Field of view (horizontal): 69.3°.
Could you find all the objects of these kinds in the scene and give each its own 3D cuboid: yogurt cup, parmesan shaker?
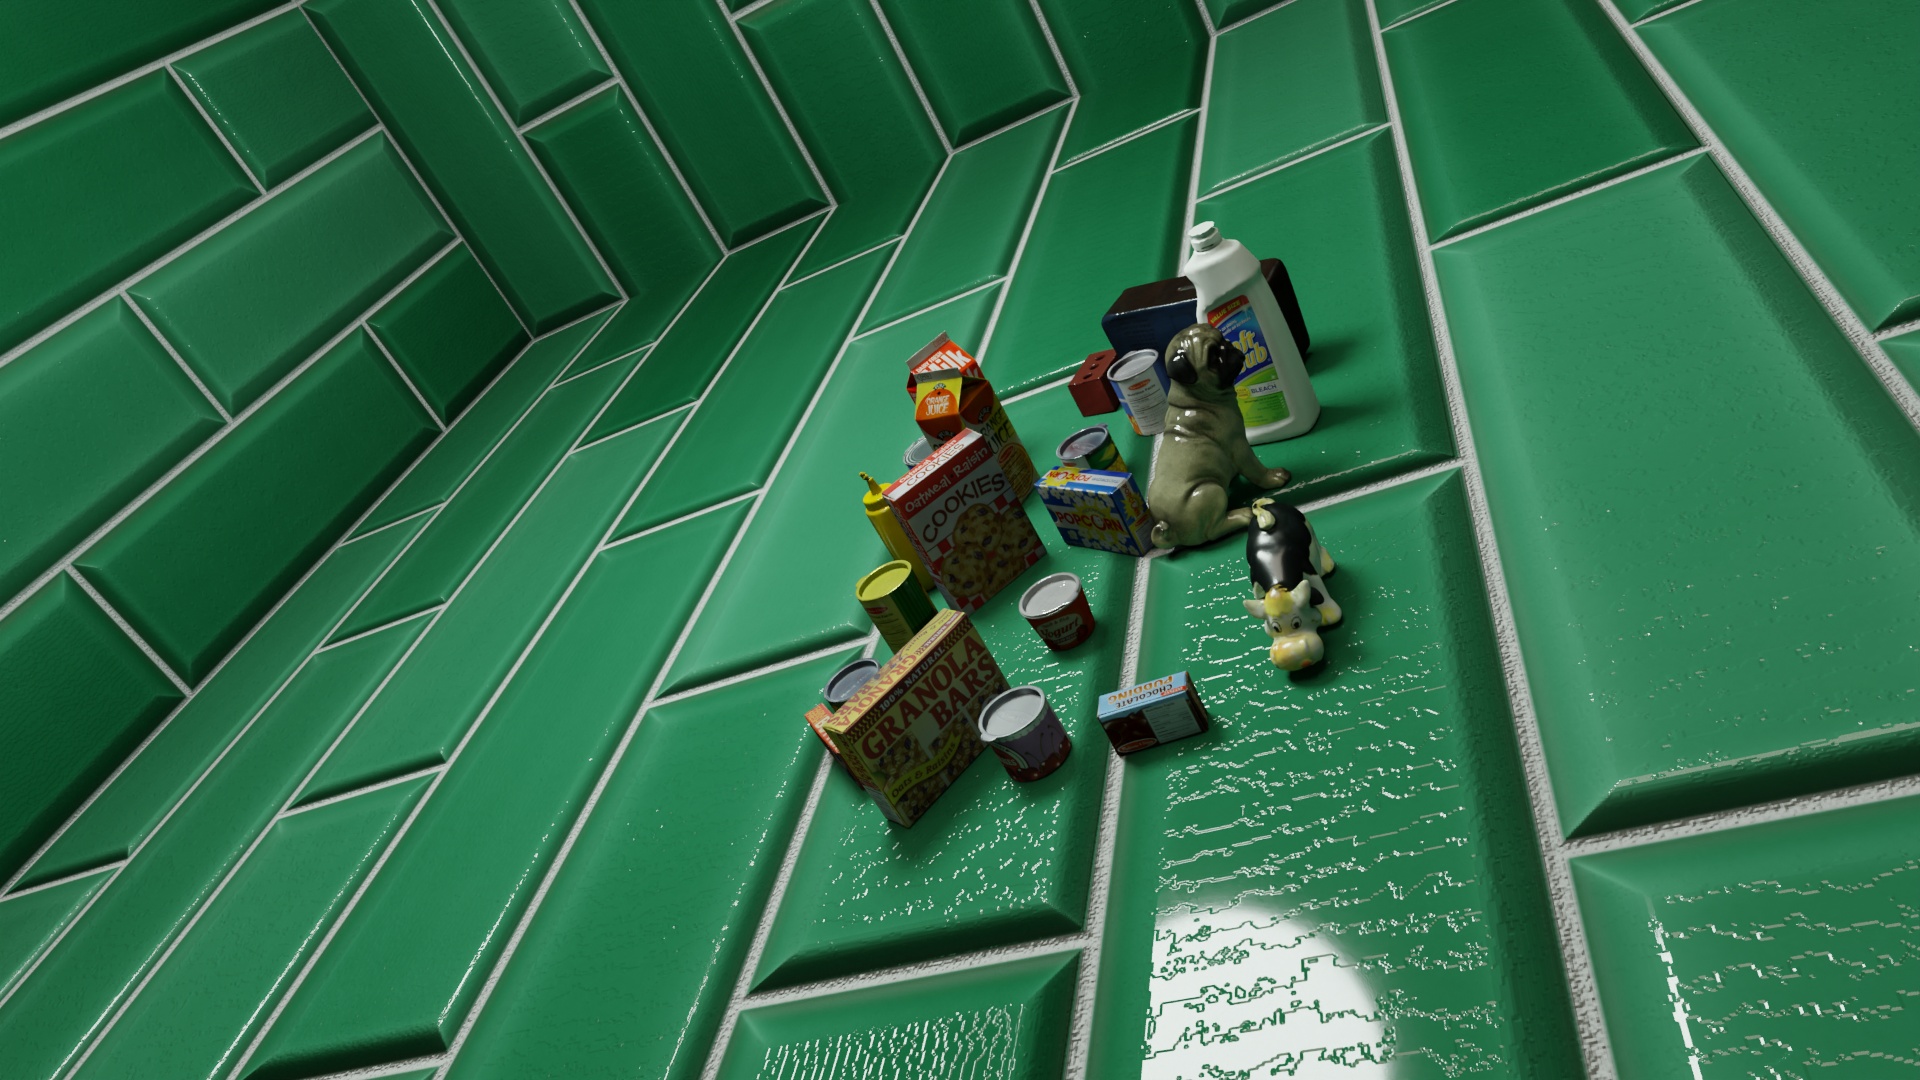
[{"bbox_3d":[0.099,0.073,1.388,0.072,0.053,0.073,-24,27,13],"label":"yogurt cup"},{"bbox_3d":[-0.060,0.081,1.481,0.071,0.102,0.071,-24,27,13],"label":"parmesan shaker"}]

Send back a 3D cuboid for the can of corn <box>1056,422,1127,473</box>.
[{"bbox_3d":[0.156,-0.093,1.619,0.071,0.058,0.071,-24,27,13],"label":"can of corn"}]

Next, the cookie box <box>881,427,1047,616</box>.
[{"bbox_3d":[0.005,-0.019,1.518,0.123,0.167,0.040,-38,27,-16],"label":"cookie box"}]

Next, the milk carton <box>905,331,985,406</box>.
[{"bbox_3d":[-0.001,-0.166,1.759,0.072,0.190,0.073,-42,28,-22],"label":"milk carton"}]

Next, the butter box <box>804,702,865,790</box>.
[{"bbox_3d":[-0.119,0.204,1.381,0.024,0.053,0.103,-36,27,-12],"label":"butter box"}]

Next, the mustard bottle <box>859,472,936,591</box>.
[{"bbox_3d":[-0.071,-0.016,1.598,0.049,0.159,0.065,-32,26,-3],"label":"mustard bottle"}]

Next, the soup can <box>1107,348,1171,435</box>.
[{"bbox_3d":[0.224,-0.179,1.673,0.071,0.083,0.072,-24,27,13],"label":"soup can"}]

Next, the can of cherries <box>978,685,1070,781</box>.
[{"bbox_3d":[0.056,0.175,1.247,0.071,0.058,0.072,-24,27,13],"label":"can of cherries"}]

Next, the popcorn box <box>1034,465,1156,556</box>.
[{"bbox_3d":[0.147,-0.033,1.491,0.038,0.085,0.126,-43,29,-24],"label":"popcorn box"}]

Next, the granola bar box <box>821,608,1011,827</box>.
[{"bbox_3d":[-0.031,0.163,1.284,0.166,0.124,0.039,-43,29,-25],"label":"granola bar box"}]

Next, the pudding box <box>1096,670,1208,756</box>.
[{"bbox_3d":[0.165,0.149,1.193,0.083,0.049,0.030,-20,28,20],"label":"pudding box"}]

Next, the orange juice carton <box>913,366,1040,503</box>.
[{"bbox_3d":[0.013,-0.126,1.669,0.071,0.192,0.073,-4,36,42],"label":"orange juice carton"}]

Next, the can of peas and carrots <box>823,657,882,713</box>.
[{"bbox_3d":[-0.096,0.164,1.422,0.071,0.058,0.071,-24,27,13],"label":"can of peas and carrots"}]
